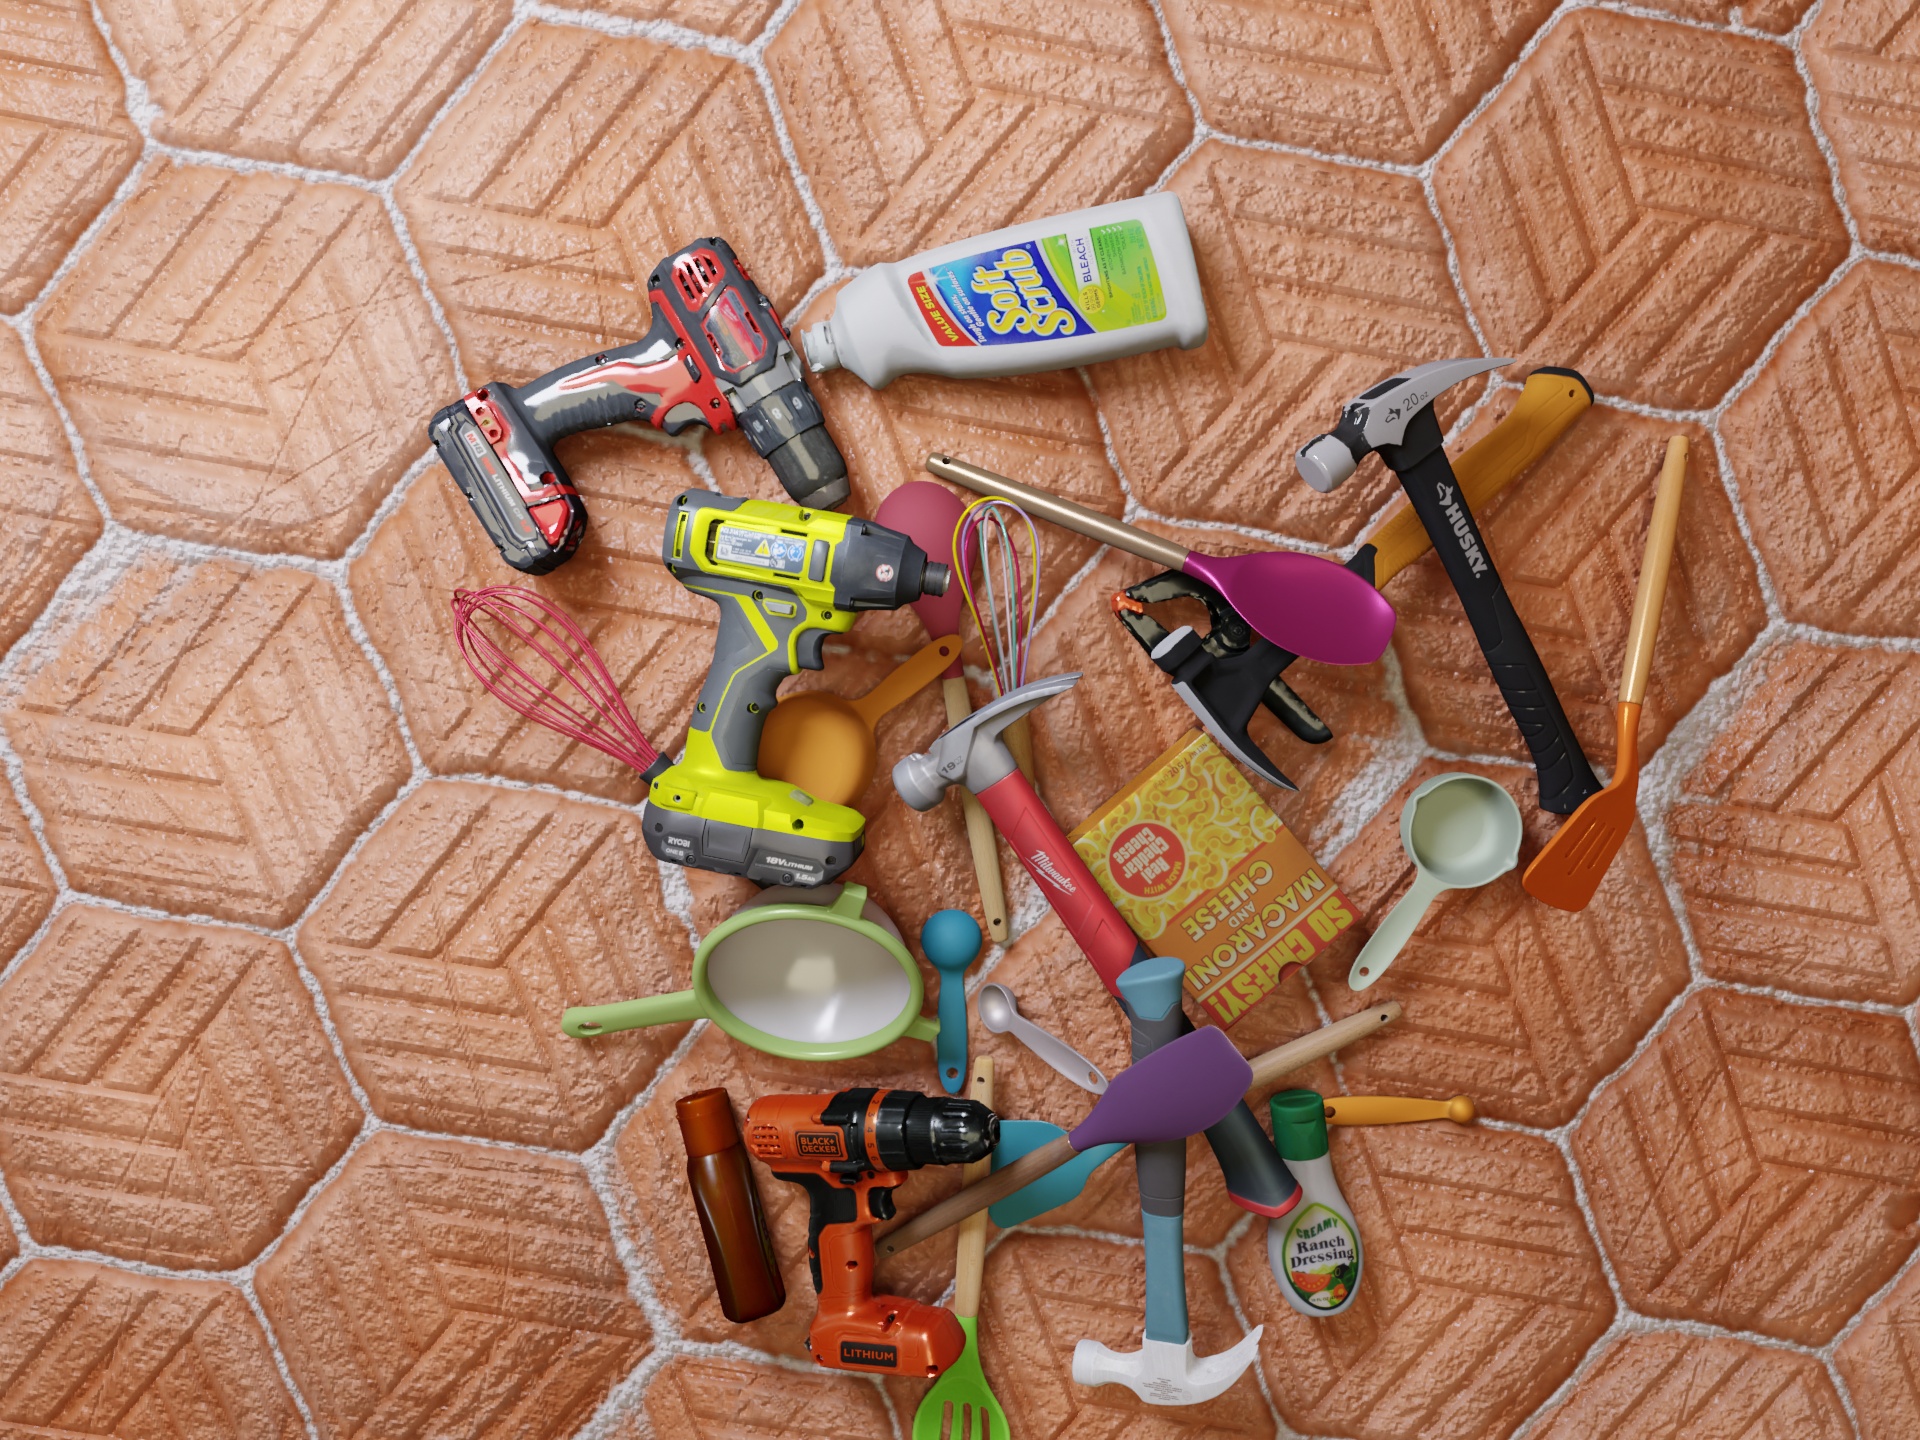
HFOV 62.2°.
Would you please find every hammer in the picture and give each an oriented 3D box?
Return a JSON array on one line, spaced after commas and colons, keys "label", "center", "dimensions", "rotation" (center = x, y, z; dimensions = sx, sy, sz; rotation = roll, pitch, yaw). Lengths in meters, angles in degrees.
[{"label": "hammer", "center": [0.340, -0.074, 1.012], "dimensions": [0.146, 0.035, 0.334], "rotation": [-37, 113, -10]}, {"label": "hammer", "center": [0.285, -0.104, 1.030], "dimensions": [0.337, 0.034, 0.127], "rotation": [-42, 96, -5]}, {"label": "hammer", "center": [0.119, 0.154, 1.032], "dimensions": [0.143, 0.038, 0.386], "rotation": [-32, 95, 24]}, {"label": "hammer", "center": [0.130, 0.307, 1.040], "dimensions": [0.128, 0.033, 0.331], "rotation": [3, 110, 20]}]

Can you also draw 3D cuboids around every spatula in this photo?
[{"label": "spatula", "center": [0.058, 0.286, 1.033], "dimensions": [0.316, 0.018, 0.060], "rotation": [-36, 94, 27]}, {"label": "spatula", "center": [0.155, 0.258, 1.094], "dimensions": [0.317, 0.044, 0.082], "rotation": [-23, 94, -3]}, {"label": "spatula", "center": [0.433, -0.034, 1.040], "dimensions": [0.081, 0.041, 0.323], "rotation": [22, 79, -38]}]

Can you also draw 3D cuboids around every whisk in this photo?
[{"label": "whisk", "center": [0.029, -0.025, 1.046], "dimensions": [0.047, 0.051, 0.245], "rotation": [-14, 107, -31]}, {"label": "whisk", "center": [-0.218, 0.016, 1.046], "dimensions": [0.295, 0.073, 0.073], "rotation": [44, 94, -10]}]

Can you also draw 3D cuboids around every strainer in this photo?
[{"label": "strainer", "center": [-0.146, 0.164, 1.062], "dimensions": [0.256, 0.069, 0.151], "rotation": [-13, 129, 16]}]

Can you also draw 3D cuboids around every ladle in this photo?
[{"label": "ladle", "center": [-0.002, -0.003, 1.063], "dimensions": [0.069, 0.031, 0.315], "rotation": [-11, 98, -1]}]

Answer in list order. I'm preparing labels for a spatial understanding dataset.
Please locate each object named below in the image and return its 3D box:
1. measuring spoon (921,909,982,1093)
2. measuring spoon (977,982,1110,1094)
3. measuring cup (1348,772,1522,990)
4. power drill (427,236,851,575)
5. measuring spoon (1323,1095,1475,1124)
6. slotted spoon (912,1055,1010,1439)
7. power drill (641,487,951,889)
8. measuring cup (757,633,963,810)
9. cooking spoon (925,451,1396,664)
[{"label": "measuring spoon", "center": [-0.006, 0.194, 1.083], "dimensions": [0.042, 0.021, 0.128], "rotation": [-1, 95, -1]}, {"label": "measuring spoon", "center": [0.058, 0.211, 1.053], "dimensions": [0.018, 0.124, 0.034], "rotation": [-8, 117, -42]}, {"label": "measuring cup", "center": [0.309, 0.109, 1.074], "dimensions": [0.083, 0.038, 0.167], "rotation": [33, 96, -4]}, {"label": "power drill", "center": [-0.198, -0.176, 1.018], "dimensions": [0.226, 0.080, 0.188], "rotation": [-31, 96, -1]}, {"label": "measuring spoon", "center": [0.300, 0.271, 1.102], "dimensions": [0.117, 0.011, 0.021], "rotation": [0, 96, -1]}, {"label": "slotted spoon", "center": [0.008, 0.383, 1.094], "dimensions": [0.070, 0.031, 0.313], "rotation": [5, 97, 15]}, {"label": "power drill", "center": [-0.105, -0.018, 0.973], "dimensions": [0.171, 0.080, 0.223], "rotation": [11, 97, 4]}, {"label": "measuring cup", "center": [-0.070, 0.002, 1.034], "dimensions": [0.173, 0.052, 0.095], "rotation": [-38, 93, 13]}, {"label": "cooking spoon", "center": [0.120, -0.110, 1.009], "dimensions": [0.319, 0.017, 0.069], "rotation": [24, 71, 15]}]
